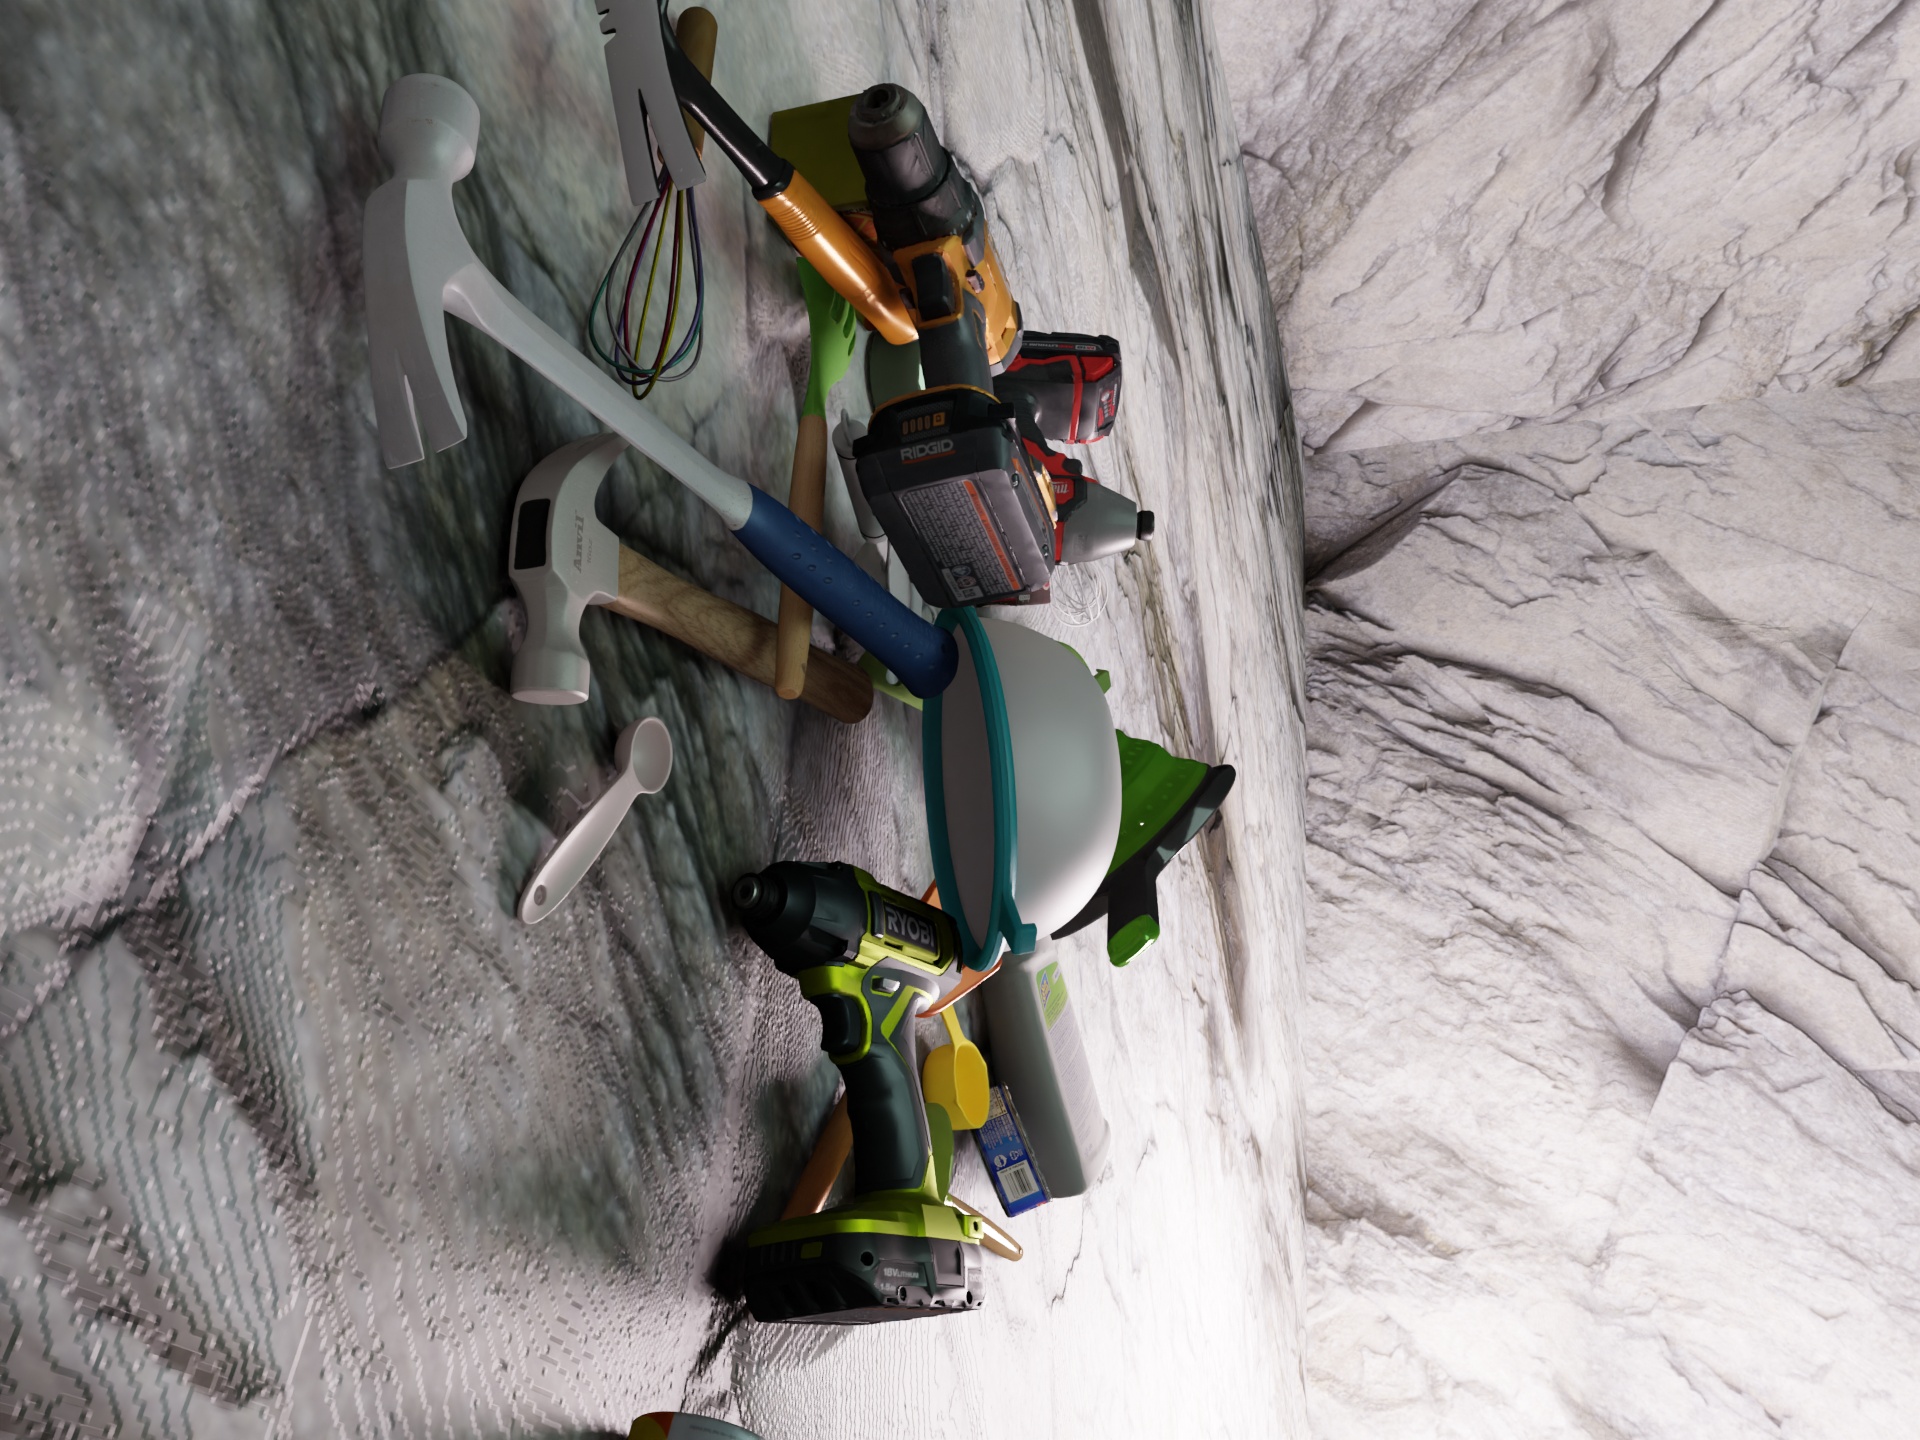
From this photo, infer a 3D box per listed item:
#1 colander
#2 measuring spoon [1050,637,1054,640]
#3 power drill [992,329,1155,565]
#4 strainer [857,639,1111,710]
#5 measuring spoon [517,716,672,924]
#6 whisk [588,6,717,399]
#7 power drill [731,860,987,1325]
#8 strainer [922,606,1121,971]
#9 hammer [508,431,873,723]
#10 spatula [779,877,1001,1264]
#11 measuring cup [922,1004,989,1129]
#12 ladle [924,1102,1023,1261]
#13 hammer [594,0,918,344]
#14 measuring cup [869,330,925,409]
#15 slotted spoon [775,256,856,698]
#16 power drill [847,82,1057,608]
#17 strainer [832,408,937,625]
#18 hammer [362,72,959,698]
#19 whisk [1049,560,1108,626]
[{"bbox_3d":[0.104,0.086,1.183,0.094,0.204,0.397,48,11,-3],"label":"colander"},{"bbox_3d":[0.045,-0.003,1.212,0.042,0.021,0.128,14,93,-60],"label":"measuring spoon"},{"bbox_3d":[0.068,-0.195,1.164,0.220,0.143,0.078,-86,179,-46],"label":"power drill"},{"bbox_3d":[-0.002,-0.003,1.082,0.256,0.069,0.151,27,82,-50],"label":"strainer"},{"bbox_3d":[-0.159,0.042,0.677,0.124,0.018,0.034,-61,144,-47],"label":"measuring spoon"},{"bbox_3d":[-0.141,-0.254,0.767,0.047,0.051,0.245,95,-3,-62],"label":"whisk"},{"bbox_3d":[-0.056,0.186,0.814,0.171,0.080,0.223,32,46,-53],"label":"power drill"},{"bbox_3d":[0.037,-0.028,0.927,0.211,0.095,0.340,143,-56,-77],"label":"strainer"},{"bbox_3d":[-0.117,-0.047,0.787,0.331,0.031,0.130,28,60,-68],"label":"hammer"},{"bbox_3d":[-0.048,0.207,0.911,0.081,0.041,0.323,61,28,-19],"label":"spatula"},{"bbox_3d":[-0.020,0.194,1.038,0.156,0.029,0.062,71,21,-5],"label":"measuring cup"},{"bbox_3d":[0.008,0.318,1.029,0.319,0.062,0.078,59,32,-58],"label":"ladle"},{"bbox_3d":[-0.083,-0.257,0.809,0.336,0.034,0.127,22,55,-70],"label":"hammer"},{"bbox_3d":[-0.017,-0.208,1.105,0.167,0.038,0.083,51,38,-59],"label":"measuring cup"},{"bbox_3d":[-0.080,-0.141,0.863,0.070,0.031,0.314,64,22,-52],"label":"slotted spoon"},{"bbox_3d":[-0.011,-0.196,0.822,0.185,0.084,0.226,60,23,-56],"label":"power drill"},{"bbox_3d":[-0.050,-0.109,0.914,0.258,0.050,0.087,77,14,-69],"label":"strainer"},{"bbox_3d":[-0.105,-0.094,0.701,0.405,0.035,0.144,38,44,-56],"label":"hammer"},{"bbox_3d":[0.076,-0.187,1.365,0.058,0.059,0.246,43,-22,57],"label":"whisk"}]
